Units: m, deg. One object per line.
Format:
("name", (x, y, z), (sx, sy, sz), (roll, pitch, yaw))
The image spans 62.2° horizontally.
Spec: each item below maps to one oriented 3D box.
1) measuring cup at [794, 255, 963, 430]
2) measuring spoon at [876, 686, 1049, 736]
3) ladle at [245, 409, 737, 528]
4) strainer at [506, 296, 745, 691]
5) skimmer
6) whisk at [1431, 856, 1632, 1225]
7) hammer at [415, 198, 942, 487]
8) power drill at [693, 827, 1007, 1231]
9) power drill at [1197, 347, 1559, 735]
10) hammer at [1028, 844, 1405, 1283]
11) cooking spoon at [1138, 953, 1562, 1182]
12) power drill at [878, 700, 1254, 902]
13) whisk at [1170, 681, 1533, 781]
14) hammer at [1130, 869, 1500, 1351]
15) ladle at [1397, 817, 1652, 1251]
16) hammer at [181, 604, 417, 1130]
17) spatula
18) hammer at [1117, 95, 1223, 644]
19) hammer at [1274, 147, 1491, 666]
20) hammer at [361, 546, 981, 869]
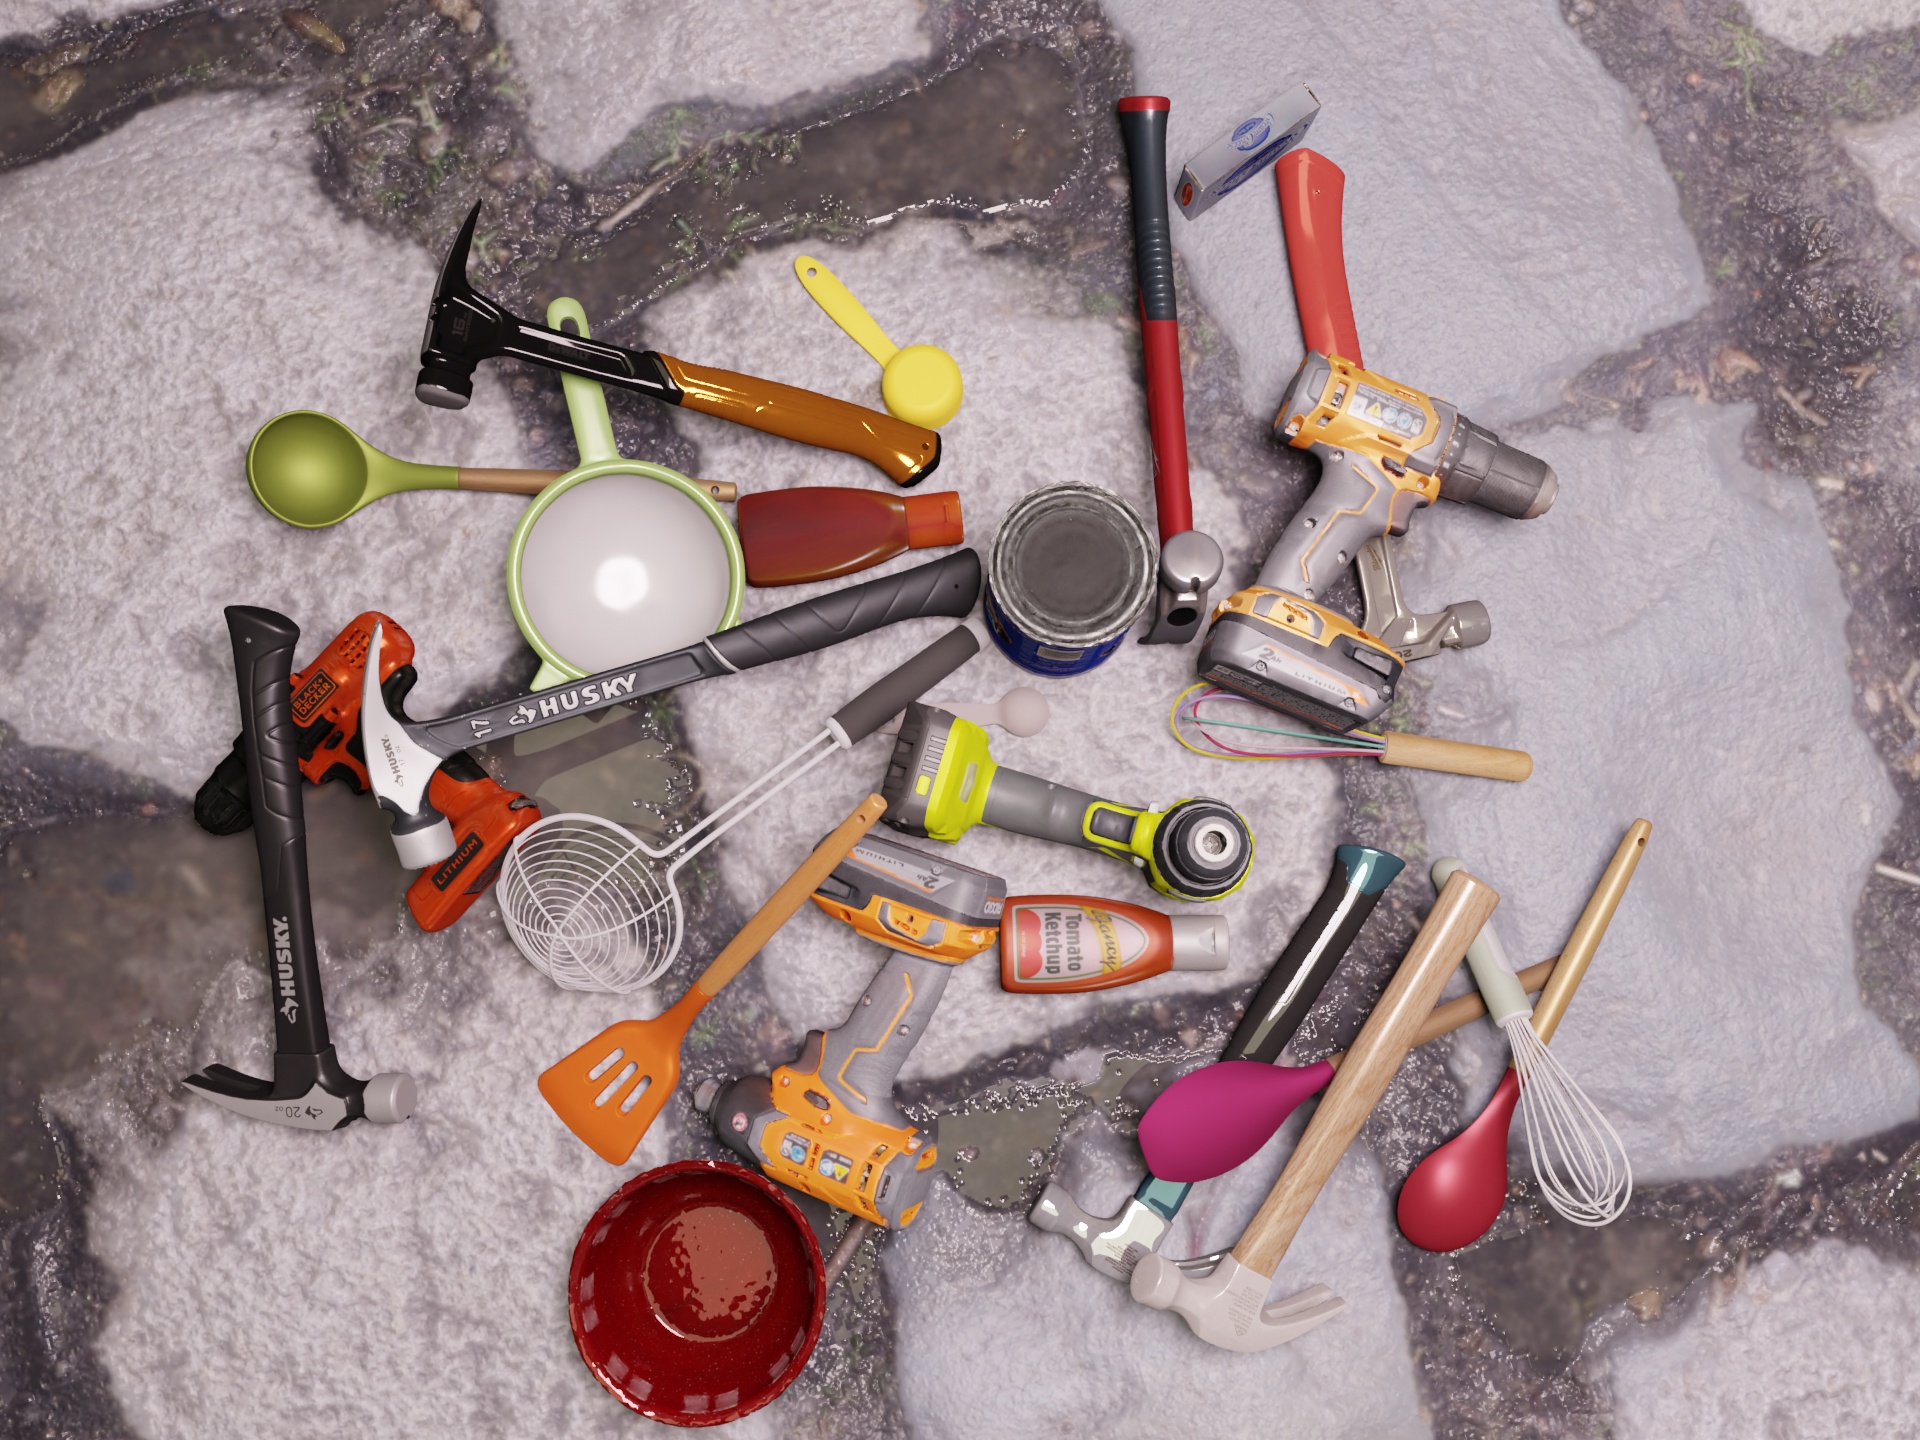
("measuring cup", (-0.060, -0.265, 1.092), (0.062, 0.029, 0.156), (-43, 87, -4))
("measuring spoon", (-0.002, -0.003, 1.070), (0.124, 0.018, 0.034), (-4, 84, 0))
("ladle", (-0.312, -0.162, 1.068), (0.320, 0.062, 0.078), (3, 95, -3))
("strainer", (-0.233, -0.144, 1.045), (0.151, 0.069, 0.256), (-14, 93, -16))
("skimmer", (-0.136, 0.044, 1.050), (0.363, 0.090, 0.127), (-37, 99, -15))
("whisk", (0.352, 0.195, 1.000), (0.059, 0.057, 0.247), (-40, 52, 35))
("hammer", (-0.166, -0.221, 1.021), (0.336, 0.034, 0.127), (13, 78, -23))
("power drill", (-0.073, 0.188, 1.014), (0.164, 0.084, 0.226), (16, 88, 19))
("power drill", (0.268, -0.107, 1.021), (0.185, 0.084, 0.226), (22, 80, 1))
("hammer", (0.186, 0.220, 1.039), (0.128, 0.033, 0.331), (33, 85, 4))
("cooking spoon", (0.260, 0.214, 1.021), (0.319, 0.017, 0.069), (-21, 94, -13))
("power drill", (0.069, 0.057, 0.981), (0.228, 0.190, 0.080), (16, 84, 6))
("whisk", (0.261, 0.011, 1.059), (0.245, 0.051, 0.047), (8, 78, -2))
("hammer", (0.242, 0.244, 0.993), (0.130, 0.031, 0.331), (32, 89, -19))
("ladle", (0.374, 0.205, 1.031), (0.069, 0.031, 0.315), (28, 88, -12))
("hammer", (-0.432, 0.094, 1.005), (0.146, 0.035, 0.334), (-2, 97, 10))
("spatula", (-0.150, 0.157, 0.999), (0.081, 0.041, 0.322), (45, 115, 4))
("hammer", (0.133, -0.244, 1.069), (0.038, 0.143, 0.386), (-1, 73, -2))
("hammer", (0.253, -0.212, 1.085), (0.149, 0.036, 0.359), (-10, 84, -1))
("hammer", (-0.173, -0.041, 1.009), (0.409, 0.036, 0.149), (-19, 105, -18))
